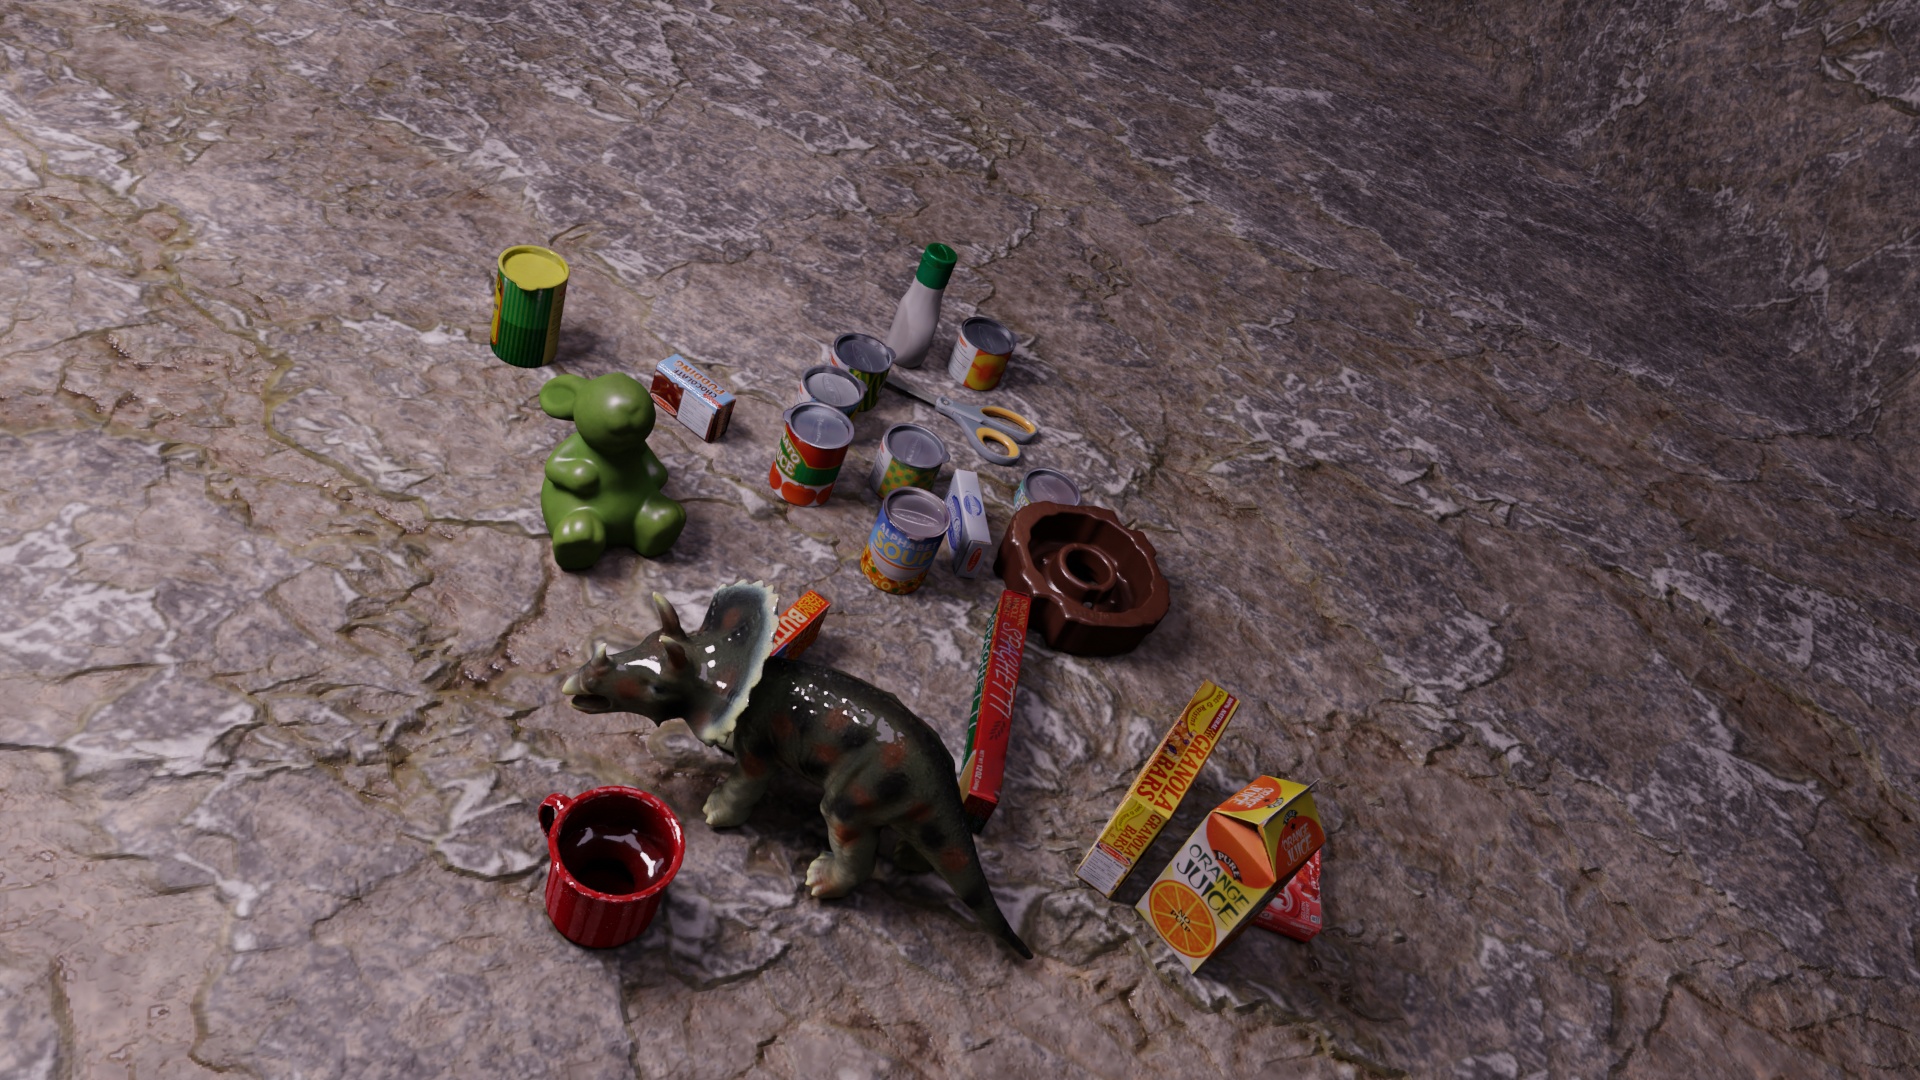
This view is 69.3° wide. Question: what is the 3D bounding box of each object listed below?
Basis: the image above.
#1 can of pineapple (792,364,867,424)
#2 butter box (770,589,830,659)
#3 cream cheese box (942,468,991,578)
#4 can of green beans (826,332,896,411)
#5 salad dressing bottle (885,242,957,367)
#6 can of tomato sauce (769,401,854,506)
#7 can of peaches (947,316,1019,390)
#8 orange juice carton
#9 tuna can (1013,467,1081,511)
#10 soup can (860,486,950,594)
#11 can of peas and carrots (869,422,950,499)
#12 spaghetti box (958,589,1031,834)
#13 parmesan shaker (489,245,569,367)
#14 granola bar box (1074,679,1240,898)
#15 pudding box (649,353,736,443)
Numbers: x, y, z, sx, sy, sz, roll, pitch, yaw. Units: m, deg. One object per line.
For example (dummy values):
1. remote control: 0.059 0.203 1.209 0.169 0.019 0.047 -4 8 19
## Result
1. can of pineapple: -0.138 -0.140 1.445 0.071 0.057 0.071 13 43 -13
2. butter box: -0.155 0.090 1.204 0.024 0.052 0.104 34 42 10
3. cream cheese box: 0.005 -0.017 1.391 0.024 0.053 0.104 7 44 -19
4. can of green beans: -0.112 -0.181 1.500 0.071 0.057 0.071 13 43 -13
5. salad dressing bottle: -0.043 -0.262 1.548 0.044 0.146 0.064 3 46 -23
6. can of tomato sauce: -0.149 -0.084 1.364 0.071 0.082 0.071 14 43 -13
7. can of peaches: 0.026 -0.215 1.600 0.071 0.057 0.071 13 43 -13
8. orange juice carton: 0.222 0.257 1.108 0.072 0.191 0.073 -22 59 -40
9. tuna can: 0.090 -0.043 1.473 0.071 0.032 0.071 13 43 -13
10. soup can: -0.054 0.003 1.320 0.071 0.083 0.072 14 43 -13
11. can of peas and carrots: -0.052 -0.076 1.420 0.071 0.058 0.071 13 43 -13
12. spaghetti box: 0.030 0.145 1.239 0.029 0.049 0.251 19 42 -6
13. parmesan shaker: -0.425 -0.227 1.364 0.071 0.102 0.072 14 43 -13
14. granola bar box: 0.170 0.210 1.183 0.039 0.123 0.166 34 42 10
15. pudding box: -0.269 -0.143 1.392 0.084 0.049 0.030 36 43 13
